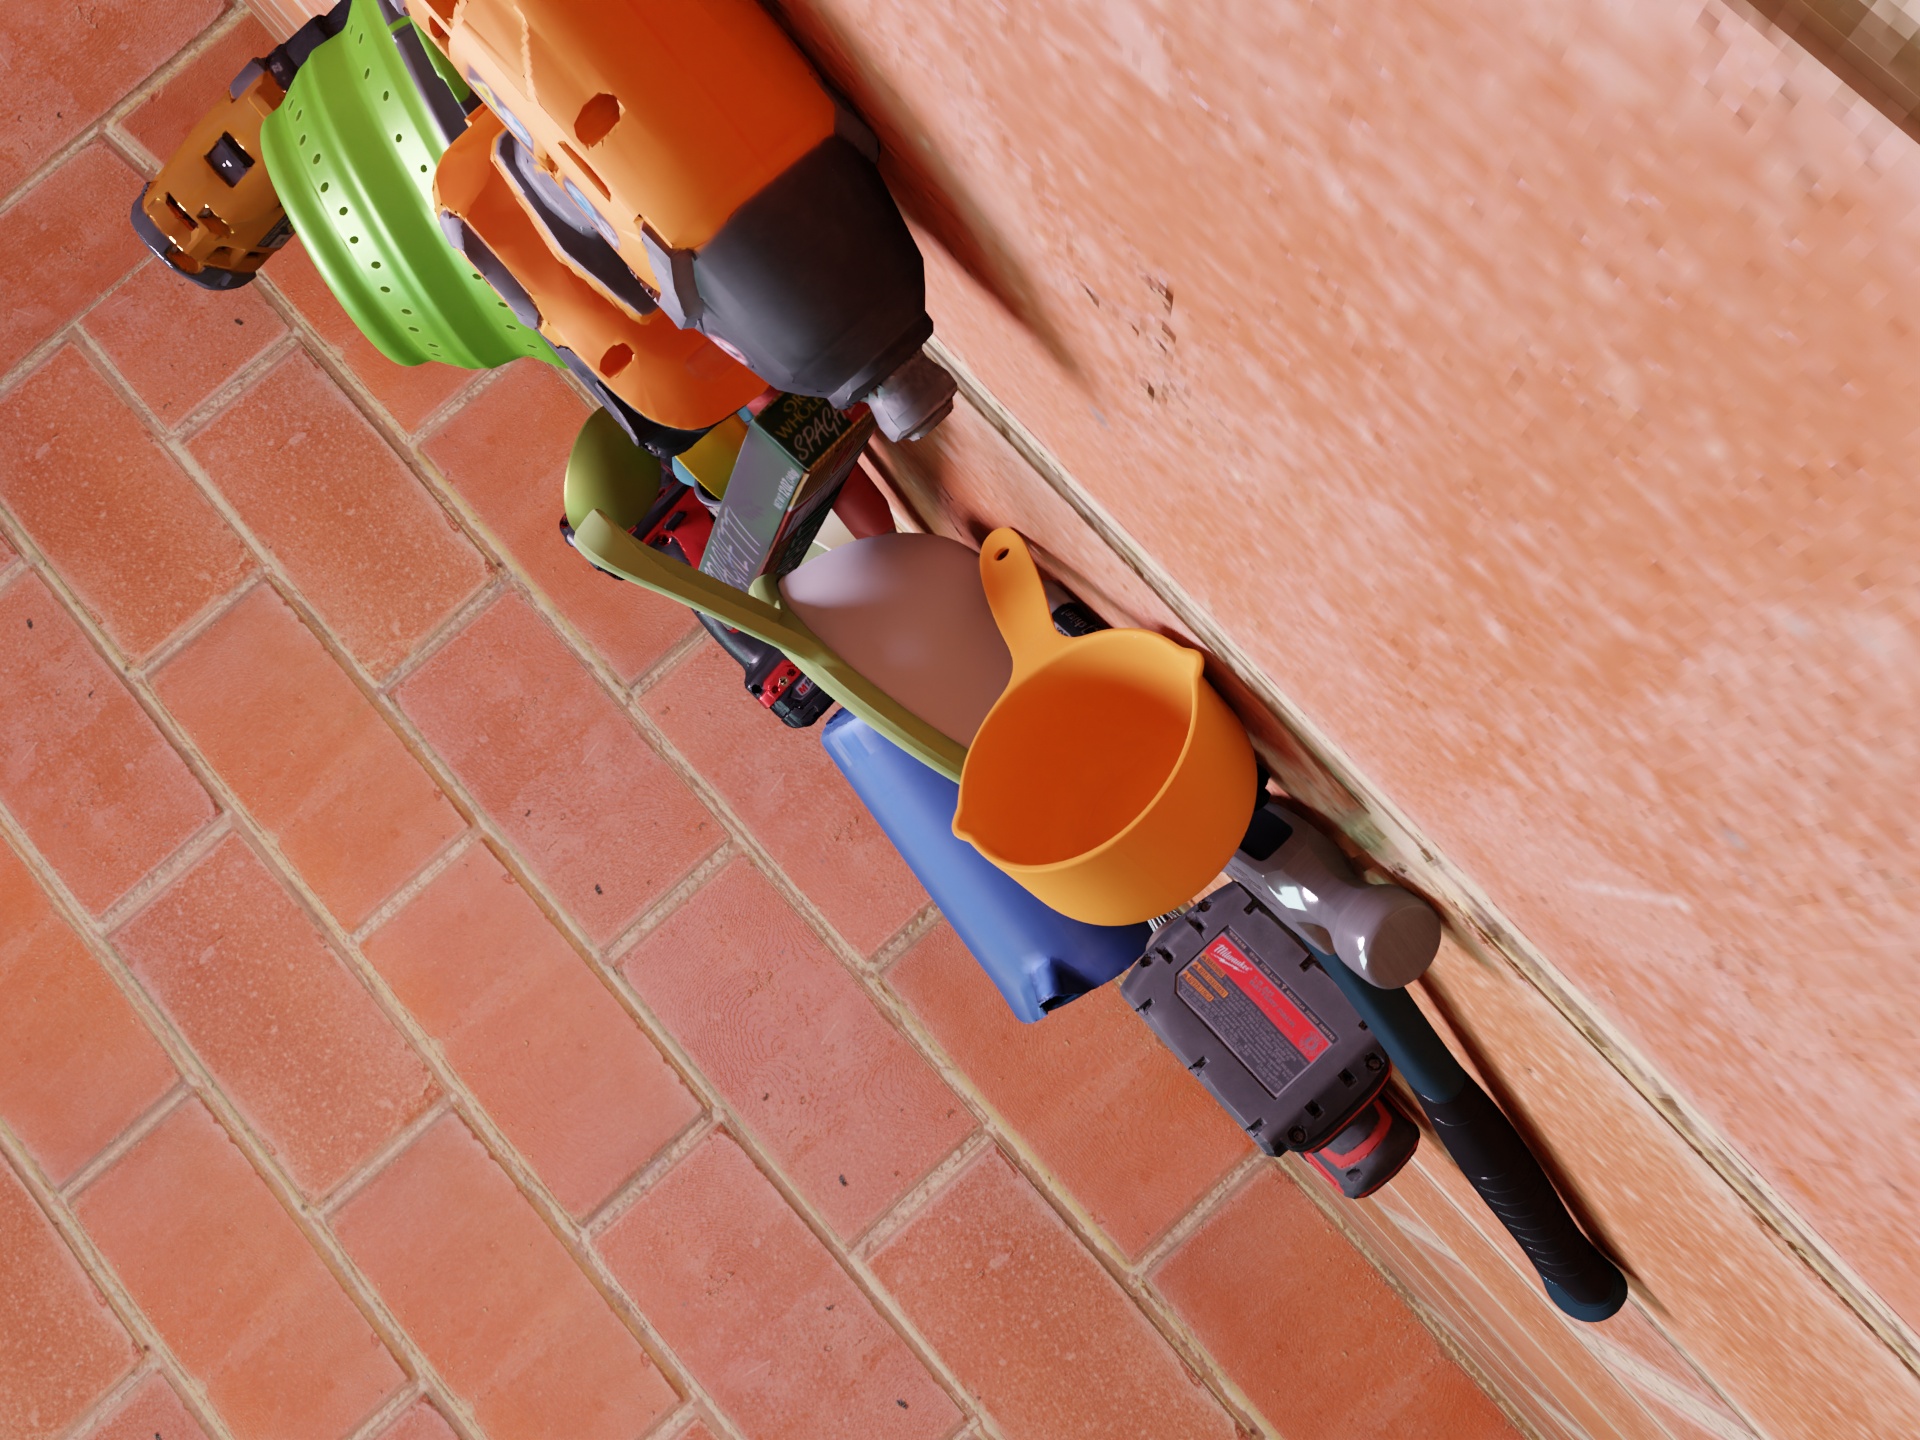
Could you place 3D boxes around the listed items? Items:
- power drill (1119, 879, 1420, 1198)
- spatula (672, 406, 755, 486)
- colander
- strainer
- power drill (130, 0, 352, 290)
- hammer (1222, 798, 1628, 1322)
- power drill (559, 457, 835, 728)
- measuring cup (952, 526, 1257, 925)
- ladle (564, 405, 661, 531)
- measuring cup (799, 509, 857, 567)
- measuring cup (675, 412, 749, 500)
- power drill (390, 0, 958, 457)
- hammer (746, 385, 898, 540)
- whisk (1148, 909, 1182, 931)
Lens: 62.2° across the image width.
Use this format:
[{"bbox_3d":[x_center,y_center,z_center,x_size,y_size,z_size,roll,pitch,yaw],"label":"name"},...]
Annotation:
[{"bbox_3d":[0.153,0.157,0.834,0.188,0.080,0.226,46,179,28],"label":"power drill"},{"bbox_3d":[-0.181,-0.232,0.862,0.082,0.044,0.317,15,158,26],"label":"spatula"},{"bbox_3d":[-0.212,-0.194,0.740,0.205,0.094,0.396,63,179,16],"label":"colander"},{"bbox_3d":[-0.033,-0.046,0.591,0.152,0.069,0.256,43,-169,34],"label":"strainer"},{"bbox_3d":[-0.304,-0.305,0.830,0.084,0.185,0.226,48,-165,-7],"label":"power drill"},{"bbox_3d":[0.186,0.143,0.607,0.330,0.033,0.128,50,175,-33],"label":"hammer"},{"bbox_3d":[-0.148,-0.110,1.086,0.219,0.143,0.078,42,-179,-7],"label":"power drill"},{"bbox_3d":[0.041,-0.005,0.532,0.052,0.095,0.174,43,-161,-35],"label":"measuring cup"},{"bbox_3d":[-0.251,-0.237,1.012,0.078,0.062,0.321,92,158,-50],"label":"ladle"},{"bbox_3d":[-0.067,-0.077,0.928,0.083,0.038,0.167,41,162,0],"label":"measuring cup"},{"bbox_3d":[-0.110,-0.135,0.705,0.062,0.029,0.157,48,-172,-15],"label":"measuring cup"},{"bbox_3d":[-0.079,-0.136,0.444,0.164,0.084,0.226,48,172,-12],"label":"power drill"},{"bbox_3d":[-0.058,-0.113,0.742,0.358,0.037,0.149,50,176,-32],"label":"hammer"},{"bbox_3d":[0.121,0.115,0.996,0.246,0.059,0.058,52,133,1],"label":"whisk"}]
